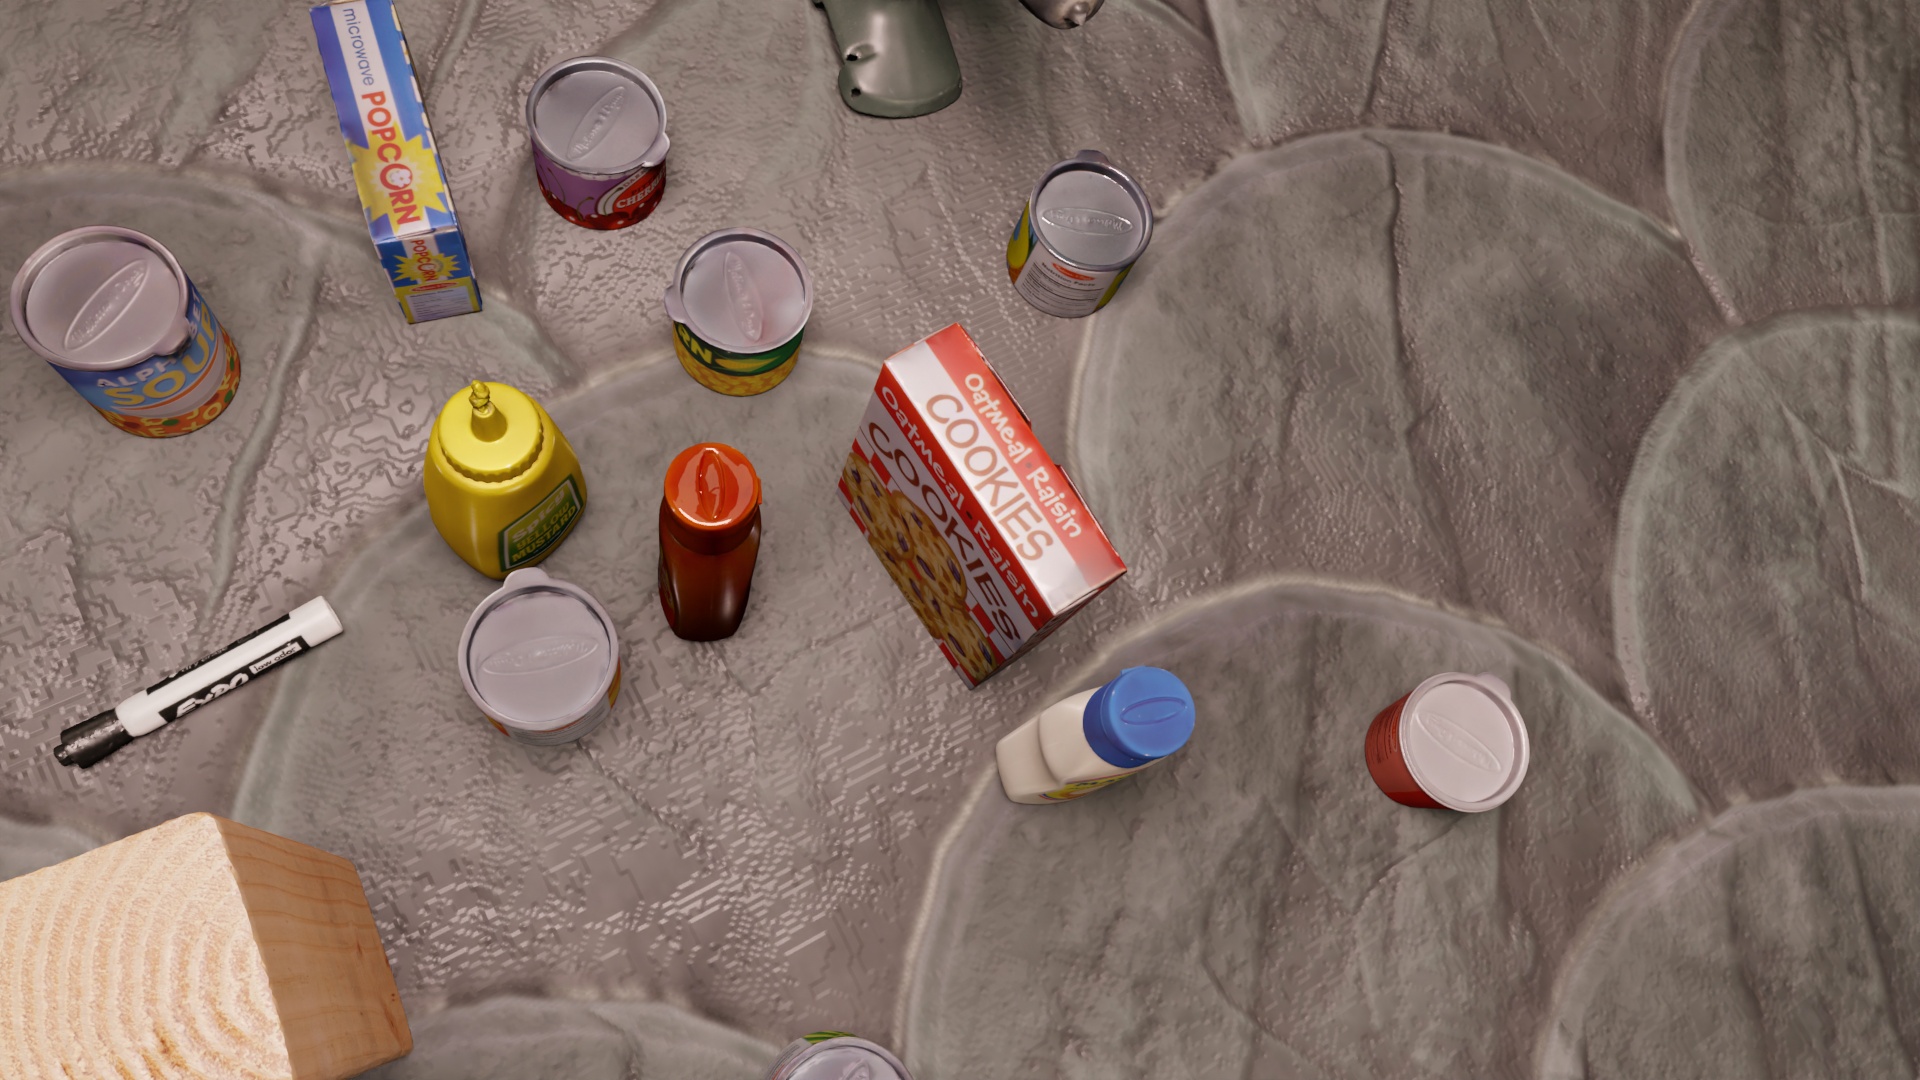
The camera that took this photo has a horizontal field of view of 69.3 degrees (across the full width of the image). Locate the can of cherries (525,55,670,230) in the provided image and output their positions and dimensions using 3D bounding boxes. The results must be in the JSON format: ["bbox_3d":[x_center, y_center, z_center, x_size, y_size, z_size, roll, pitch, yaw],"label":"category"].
[{"bbox_3d":[-0.179,-0.196,0.696,0.071,0.058,0.071,3,73,-11],"label":"can of cherries"}]

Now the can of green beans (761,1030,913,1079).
[{"bbox_3d":[-0.053,0.244,0.588,0.071,0.057,0.071,3,73,-11],"label":"can of green beans"}]

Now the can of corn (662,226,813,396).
[{"bbox_3d":[-0.111,-0.111,0.685,0.071,0.058,0.071,3,73,-11],"label":"can of corn"}]

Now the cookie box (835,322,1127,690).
[{"bbox_3d":[0.002,-0.008,0.619,0.040,0.167,0.123,-32,82,-19],"label":"cookie box"}]

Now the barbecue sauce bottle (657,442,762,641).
[{"bbox_3d":[-0.110,-0.001,0.603,0.044,0.148,0.065,-2,74,-13],"label":"barbecue sauce bottle"}]

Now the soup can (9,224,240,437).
[{"bbox_3d":[-0.361,-0.087,0.610,0.071,0.083,0.071,3,73,-11],"label":"soup can"}]

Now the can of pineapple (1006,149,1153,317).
[{"bbox_3d":[0.063,-0.161,0.738,0.071,0.057,0.071,3,73,-11],"label":"can of pineapple"}]

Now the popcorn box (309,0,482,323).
[{"bbox_3d":[-0.266,-0.178,0.658,0.038,0.085,0.127,-16,77,-16],"label":"popcorn box"}]

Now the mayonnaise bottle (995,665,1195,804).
[{"bbox_3d":[0.060,0.088,0.612,0.065,0.147,0.041,-10,76,-15],"label":"mayonnaise bottle"}]

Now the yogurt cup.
[{"bbox_3d":[0.240,0.104,0.696,0.072,0.053,0.072,3,73,-11],"label":"yogurt cup"}]

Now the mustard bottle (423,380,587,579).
[{"bbox_3d":[-0.195,-0.029,0.587,0.049,0.159,0.065,44,70,3],"label":"mustard bottle"}]

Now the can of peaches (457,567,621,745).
[{"bbox_3d":[-0.185,0.053,0.618,0.071,0.058,0.071,3,73,-11],"label":"can of peaches"}]
